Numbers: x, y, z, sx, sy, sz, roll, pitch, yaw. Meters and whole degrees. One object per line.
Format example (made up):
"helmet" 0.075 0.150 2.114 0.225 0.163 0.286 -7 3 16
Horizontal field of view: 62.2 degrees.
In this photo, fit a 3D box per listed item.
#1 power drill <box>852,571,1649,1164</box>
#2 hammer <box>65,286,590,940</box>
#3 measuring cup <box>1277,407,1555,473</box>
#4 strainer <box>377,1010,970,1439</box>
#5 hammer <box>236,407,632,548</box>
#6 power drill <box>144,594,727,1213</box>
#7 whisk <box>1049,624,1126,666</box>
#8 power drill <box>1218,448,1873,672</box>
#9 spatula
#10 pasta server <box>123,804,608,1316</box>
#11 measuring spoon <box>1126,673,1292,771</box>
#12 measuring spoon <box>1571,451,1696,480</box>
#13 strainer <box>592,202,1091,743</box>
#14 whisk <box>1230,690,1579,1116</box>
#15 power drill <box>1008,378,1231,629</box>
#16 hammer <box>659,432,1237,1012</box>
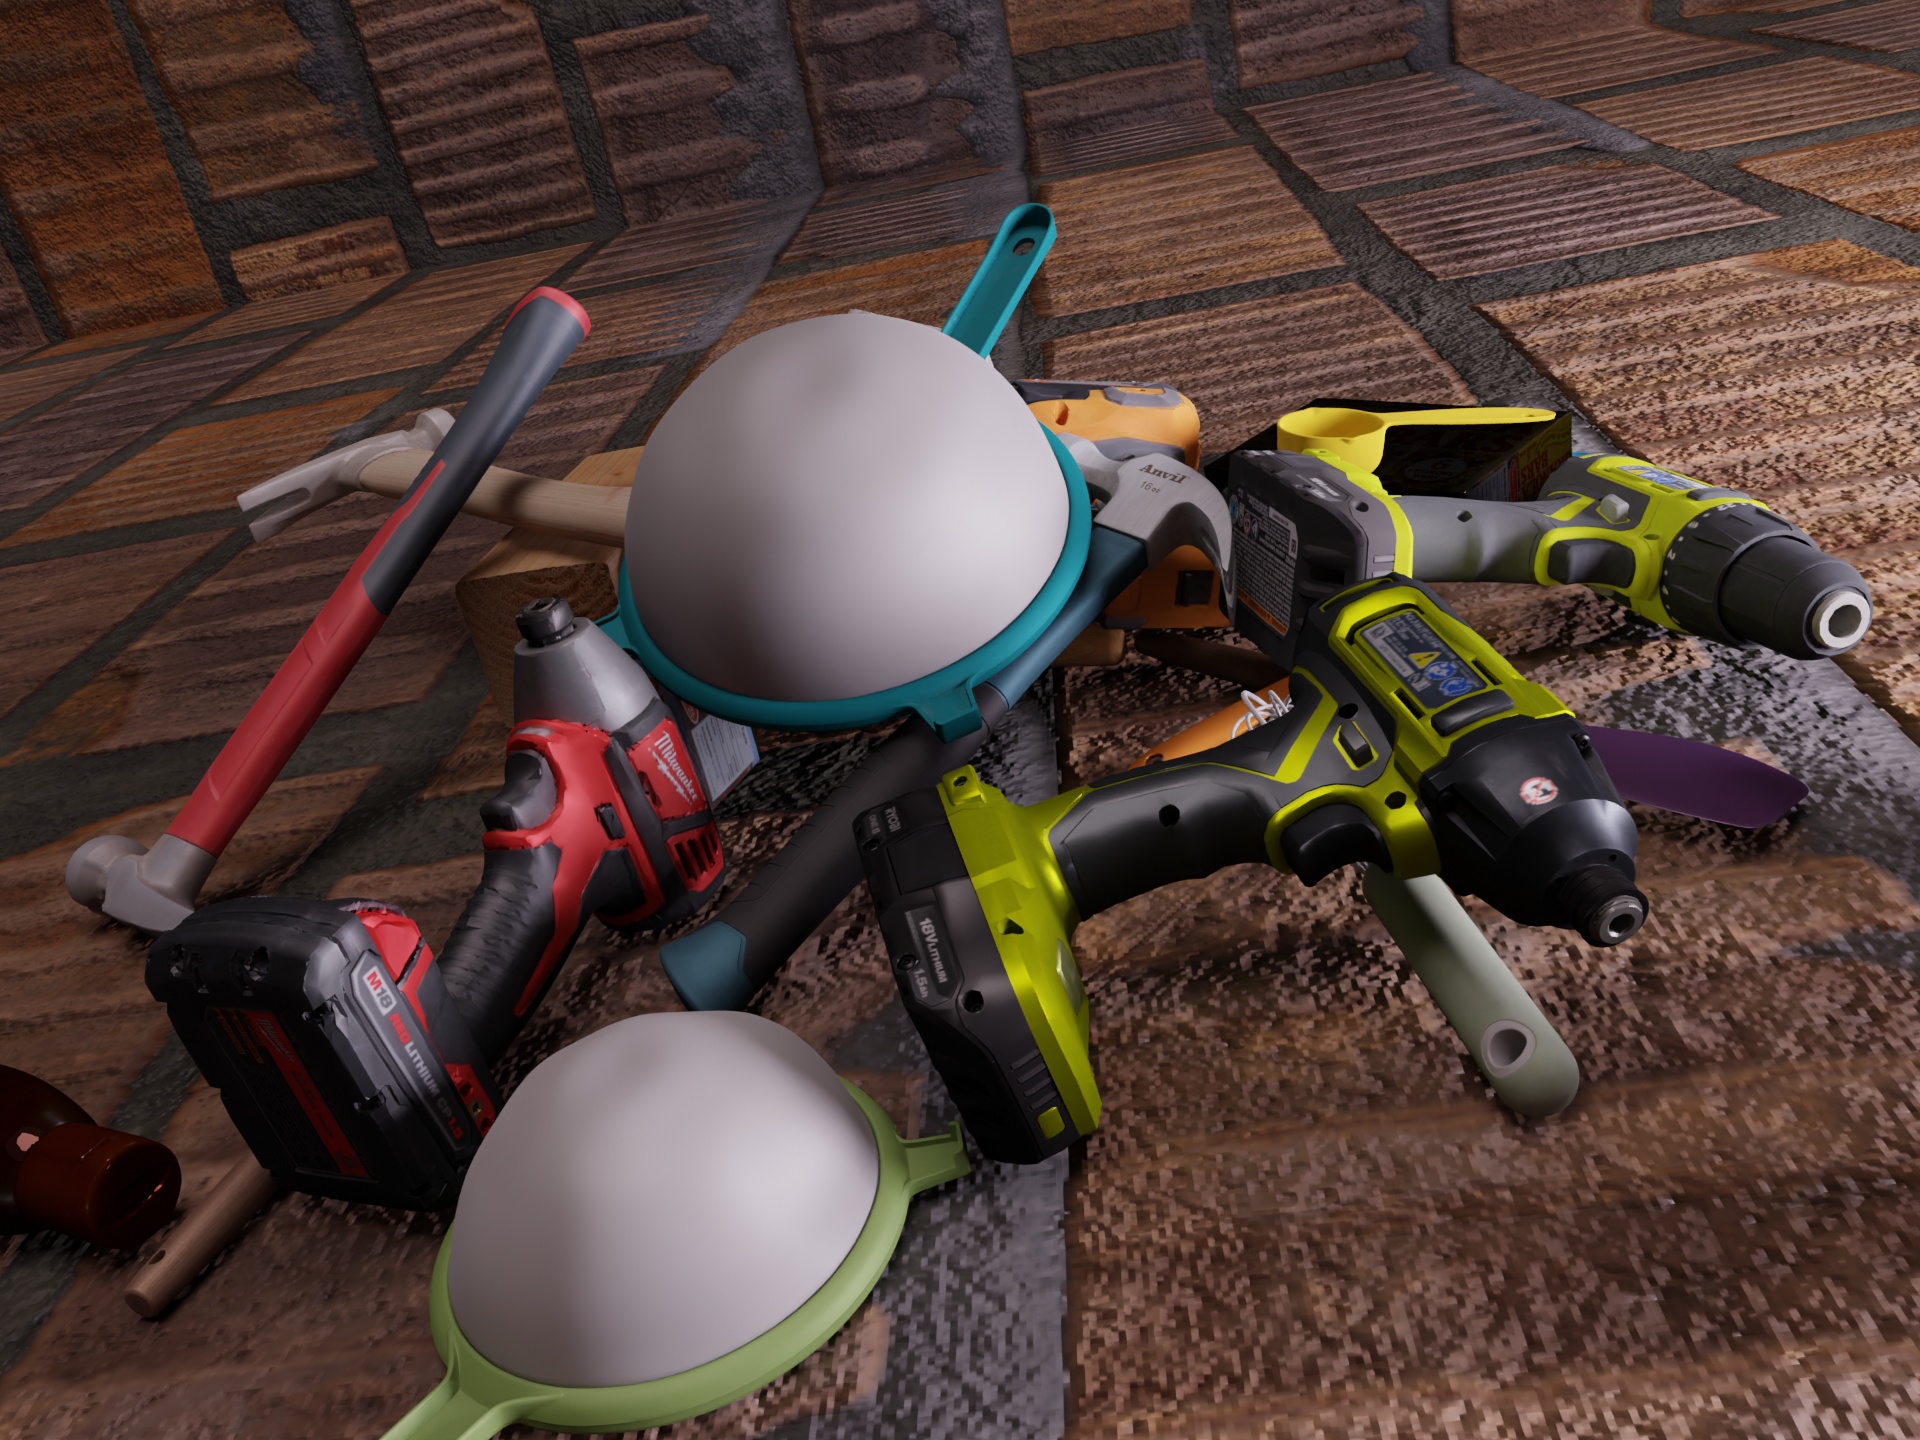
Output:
"power drill" 0.088 0.045 0.513 0.223 0.080 0.171 -24 34 0
"hammer" -0.283 -0.063 0.786 0.143 0.038 0.386 9 62 37
"measuring cup" 0.247 -0.151 0.862 0.156 0.029 0.062 -5 26 -8
"strainer" -0.126 0.155 0.447 0.151 0.069 0.256 9 32 36
"hammer" -0.260 -0.121 0.884 0.146 0.038 0.411 -34 33 -33
"power drill" -0.173 0.057 0.583 0.078 0.143 0.220 -2 30 27
"whisk" -0.036 -0.039 0.825 0.245 0.047 0.051 0 28 18
"power drill" 0.242 -0.068 0.680 0.228 0.080 0.191 -2 21 -9
"spatula" 0.195 -0.005 0.682 0.060 0.018 0.316 -25 28 -35
"pasta server" -0.214 0.101 0.630 0.060 0.040 0.316 -13 25 28
"measuring spoon" 0.121 -0.005 0.698 0.117 0.011 0.021 -29 34 -8
"measuring spoon" 0.358 -0.128 0.864 0.042 0.021 0.129 0 17 -1
"strainer" -0.031 -0.152 0.700 0.211 0.095 0.341 12 55 22
"whisk" 0.151 0.052 0.566 0.058 0.059 0.247 -46 27 15
"power drill" 0.066 -0.114 0.846 0.185 0.084 0.226 -1 29 -9
"hammer" -0.001 -0.002 0.653 0.128 0.033 0.331 24 58 34
